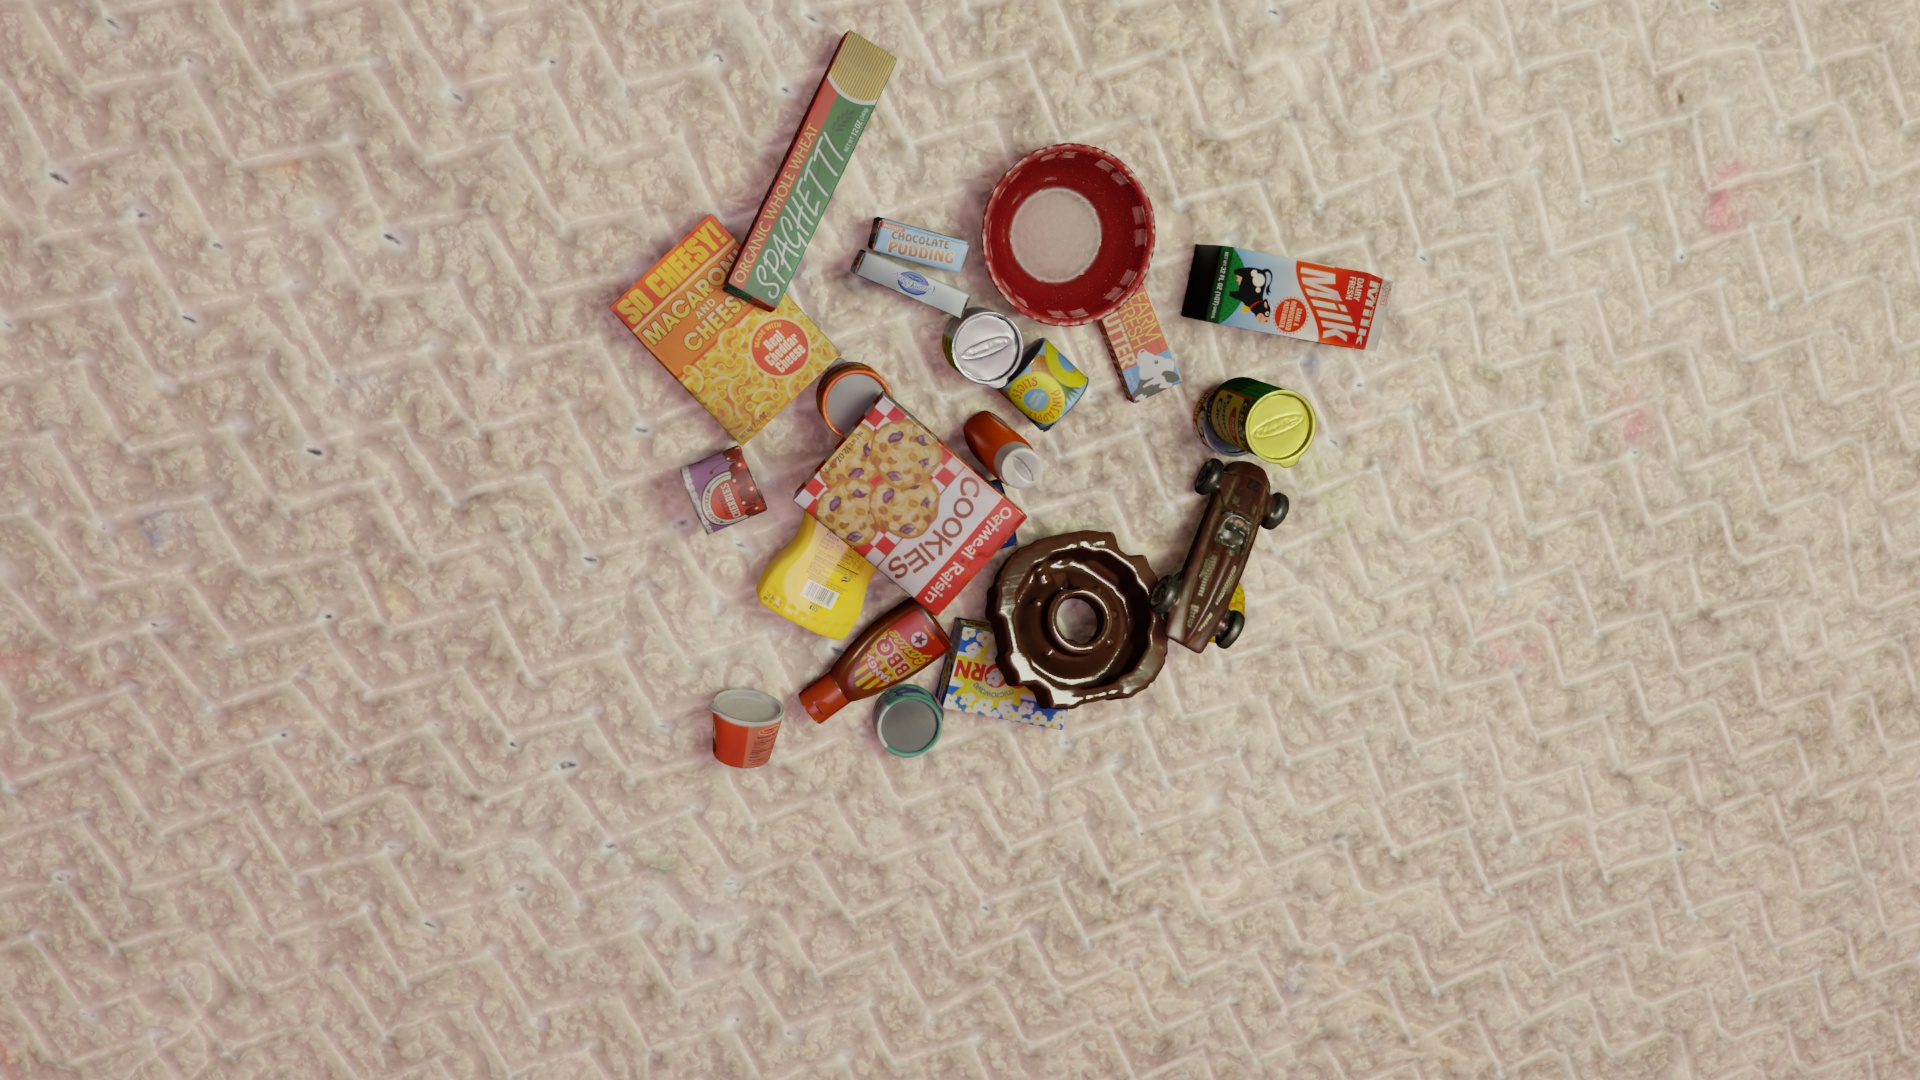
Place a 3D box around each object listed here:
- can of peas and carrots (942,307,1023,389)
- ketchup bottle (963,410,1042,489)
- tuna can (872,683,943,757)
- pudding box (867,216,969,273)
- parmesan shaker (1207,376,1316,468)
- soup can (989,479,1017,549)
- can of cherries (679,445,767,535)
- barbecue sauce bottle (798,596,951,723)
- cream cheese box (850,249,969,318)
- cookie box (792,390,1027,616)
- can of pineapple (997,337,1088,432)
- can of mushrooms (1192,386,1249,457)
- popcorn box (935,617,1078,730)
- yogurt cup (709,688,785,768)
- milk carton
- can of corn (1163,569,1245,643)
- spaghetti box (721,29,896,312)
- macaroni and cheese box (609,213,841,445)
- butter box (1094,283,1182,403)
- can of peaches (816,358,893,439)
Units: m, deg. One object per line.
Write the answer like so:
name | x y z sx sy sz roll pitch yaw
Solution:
can of peas and carrots | 0.021 -0.177 1.270 0.071 0.059 0.070 -2 104 -10
ketchup bottle | 0.041 -0.077 1.250 0.043 0.149 0.064 -41 106 2
tuna can | -0.049 0.176 1.350 0.071 0.033 0.071 -2 103 -9
pudding box | -0.038 -0.265 1.244 0.084 0.050 0.030 13 102 -13
parmesan shaker | 0.274 -0.109 1.273 0.071 0.103 0.071 -2 103 -10
soup can | 0.005 -0.016 1.295 0.084 0.071 0.071 -15 105 -4
can of cherries | -0.212 -0.045 1.251 0.058 0.071 0.071 -22 106 -5
barbecue sauce bottle | -0.084 0.118 1.325 0.148 0.044 0.064 -35 108 -1
cream cheese box | -0.046 -0.232 1.248 0.104 0.053 0.024 20 101 -14
cookie box | -0.044 -0.031 1.232 0.167 0.040 0.123 40 97 -11
can of pineapple | 0.075 -0.144 1.282 0.058 0.071 0.071 41 93 -15
can of mushrooms | 0.259 -0.117 1.341 0.071 0.033 0.071 -2 104 -10
popcorn box | 0.048 0.130 1.355 0.127 0.038 0.085 12 100 -13
yogurt cup | -0.203 0.178 1.308 0.072 0.072 0.053 7 109 -12
milk carton | 0.314 -0.227 1.306 0.191 0.073 0.072 9 101 -13
can of corn | 0.240 0.067 1.360 0.058 0.071 0.071 10 101 -13
spaghetti box | -0.130 -0.318 1.202 0.050 0.028 0.250 26 86 -18
macaroni and cheese box | -0.208 -0.187 1.235 0.124 0.040 0.166 -43 107 0
butter box | 0.166 -0.187 1.313 0.053 0.024 0.103 -26 106 -4
can of peaches | -0.097 -0.128 1.260 0.071 0.058 0.071 -2 104 -10
